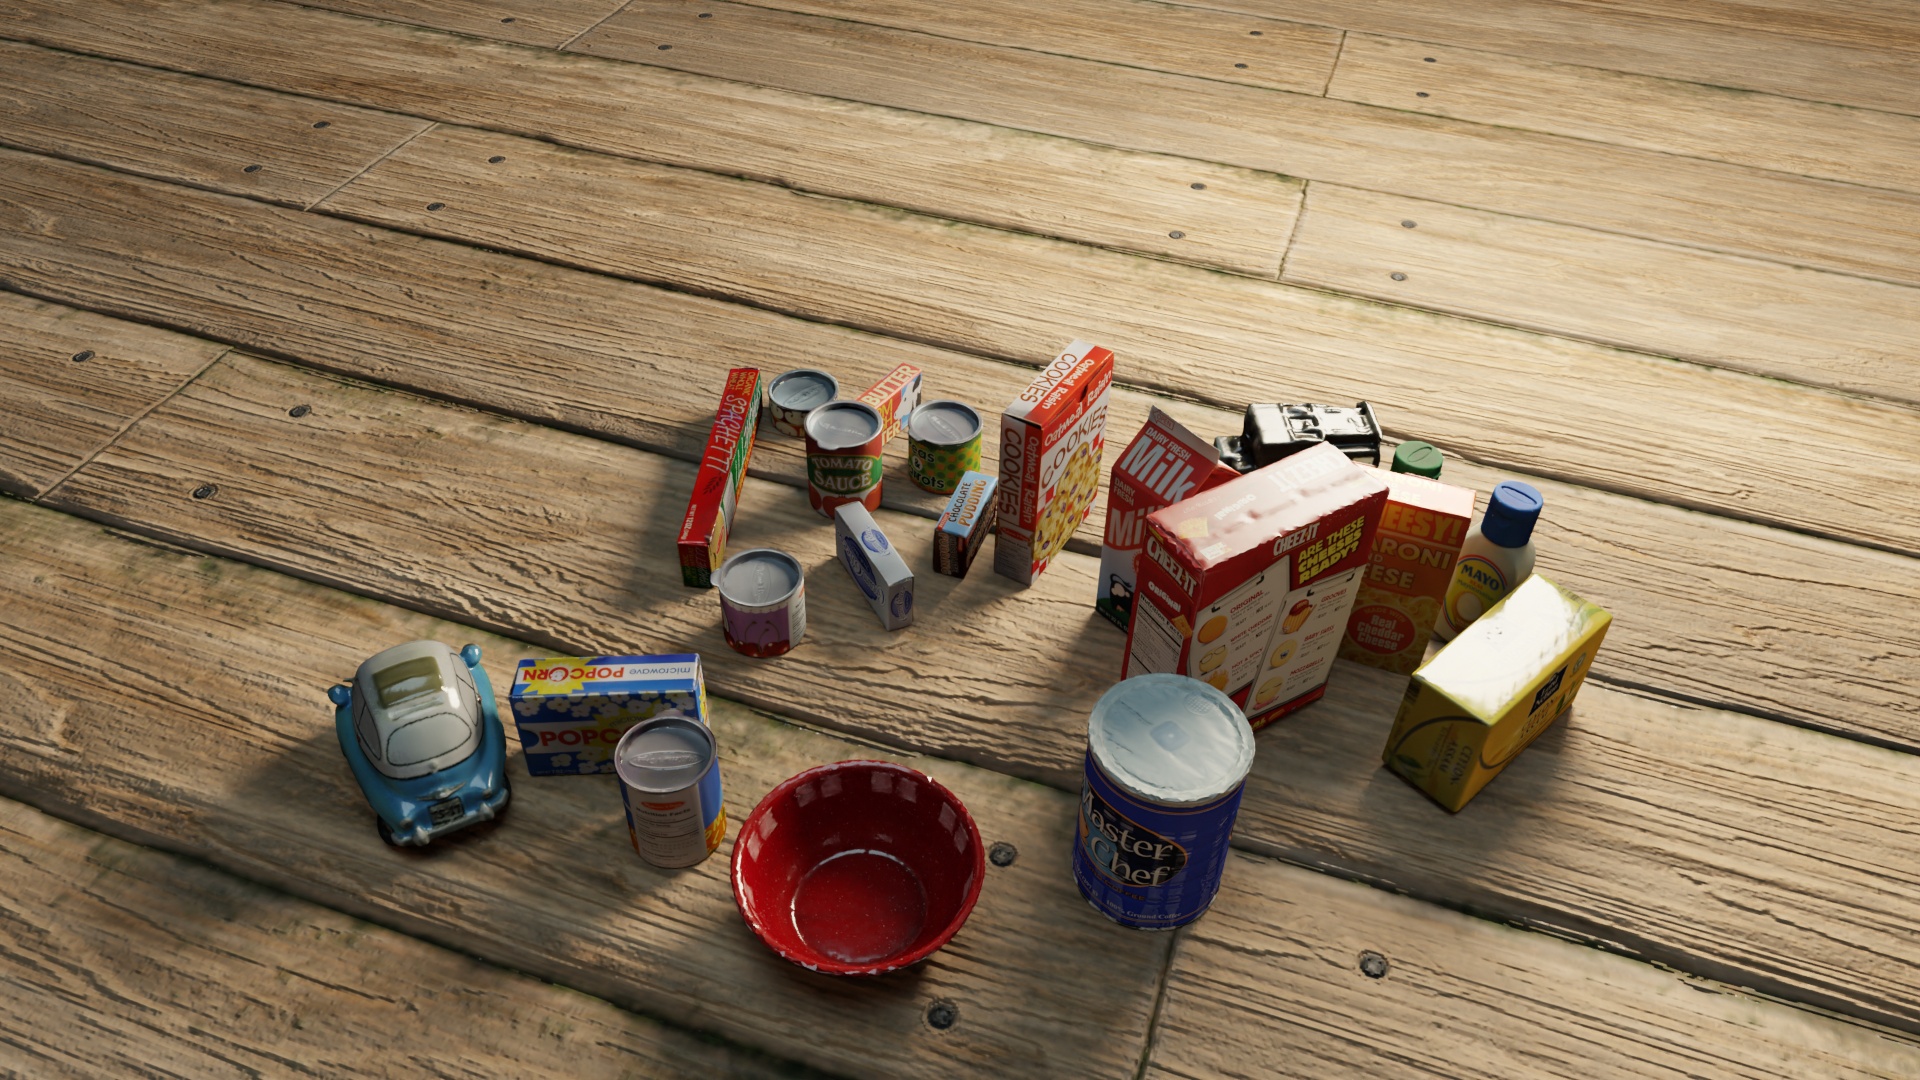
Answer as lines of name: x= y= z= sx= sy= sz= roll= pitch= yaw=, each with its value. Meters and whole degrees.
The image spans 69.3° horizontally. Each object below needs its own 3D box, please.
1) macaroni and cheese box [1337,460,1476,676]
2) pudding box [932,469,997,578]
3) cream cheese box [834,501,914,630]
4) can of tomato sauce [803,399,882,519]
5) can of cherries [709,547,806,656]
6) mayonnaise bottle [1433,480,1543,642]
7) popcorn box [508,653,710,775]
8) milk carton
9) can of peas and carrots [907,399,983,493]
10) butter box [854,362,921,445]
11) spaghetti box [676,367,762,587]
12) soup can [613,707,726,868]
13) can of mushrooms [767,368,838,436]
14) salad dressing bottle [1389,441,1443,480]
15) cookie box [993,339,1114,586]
macaroni and cheese box: x=0.306 y=0.019 z=1.056 sx=0.124 sy=0.165 sz=0.040 roll=15 pitch=43 yaw=14
pudding box: x=0.004 y=-0.015 z=1.168 sx=0.030 sy=0.049 sz=0.084 roll=15 pitch=43 yaw=14
cream cheese box: x=-0.070 y=0.020 z=1.123 sx=0.024 sy=0.053 sz=0.104 roll=-18 pitch=46 yaw=-22
can of tomato sauce: x=-0.100 y=-0.068 z=1.198 sx=0.071 sy=0.082 sz=0.071 roll=1 pitch=42 yaw=-1
can of cherries: x=-0.157 y=0.048 z=1.084 sx=0.071 sy=0.058 sz=0.072 roll=1 pitch=42 yaw=-1
mayonnaise bottle: x=0.409 y=0.021 z=1.072 sx=0.065 sy=0.147 sz=0.041 roll=33 pitch=50 yaw=30
popcorn box: x=-0.243 y=0.123 z=0.976 sx=0.127 sy=0.084 sz=0.038 roll=-1 pitch=42 yaw=-4
milk carton: x=0.160 y=-0.011 z=1.065 sx=0.074 sy=0.189 sz=0.072 roll=-28 pitch=50 yaw=-29
can of peas and carrots: x=-0.016 y=-0.082 z=1.236 sx=0.071 sy=0.058 sz=0.071 roll=1 pitch=42 yaw=-1
butter box: x=-0.073 y=-0.116 z=1.275 sx=0.024 sy=0.052 sz=0.104 roll=25 pitch=47 yaw=24
spaghetti box: x=-0.206 y=-0.062 z=1.211 sx=0.029 sy=0.049 sz=0.251 roll=3 pitch=42 yaw=1
soup can: x=-0.193 y=0.166 z=0.931 sx=0.071 sy=0.083 sz=0.072 roll=1 pitch=42 yaw=-1
can of mushrooms: x=-0.145 y=-0.128 z=1.300 sx=0.071 sy=0.033 sz=0.071 roll=1 pitch=42 yaw=-1
salad dressing bottle: x=0.348 y=-0.011 z=1.106 sx=0.064 sy=0.146 sz=0.044 roll=-28 pitch=50 yaw=-29
cookie box: x=0.076 y=-0.063 z=1.138 sx=0.040 sy=0.166 sz=0.123 roll=22 pitch=46 yaw=21
